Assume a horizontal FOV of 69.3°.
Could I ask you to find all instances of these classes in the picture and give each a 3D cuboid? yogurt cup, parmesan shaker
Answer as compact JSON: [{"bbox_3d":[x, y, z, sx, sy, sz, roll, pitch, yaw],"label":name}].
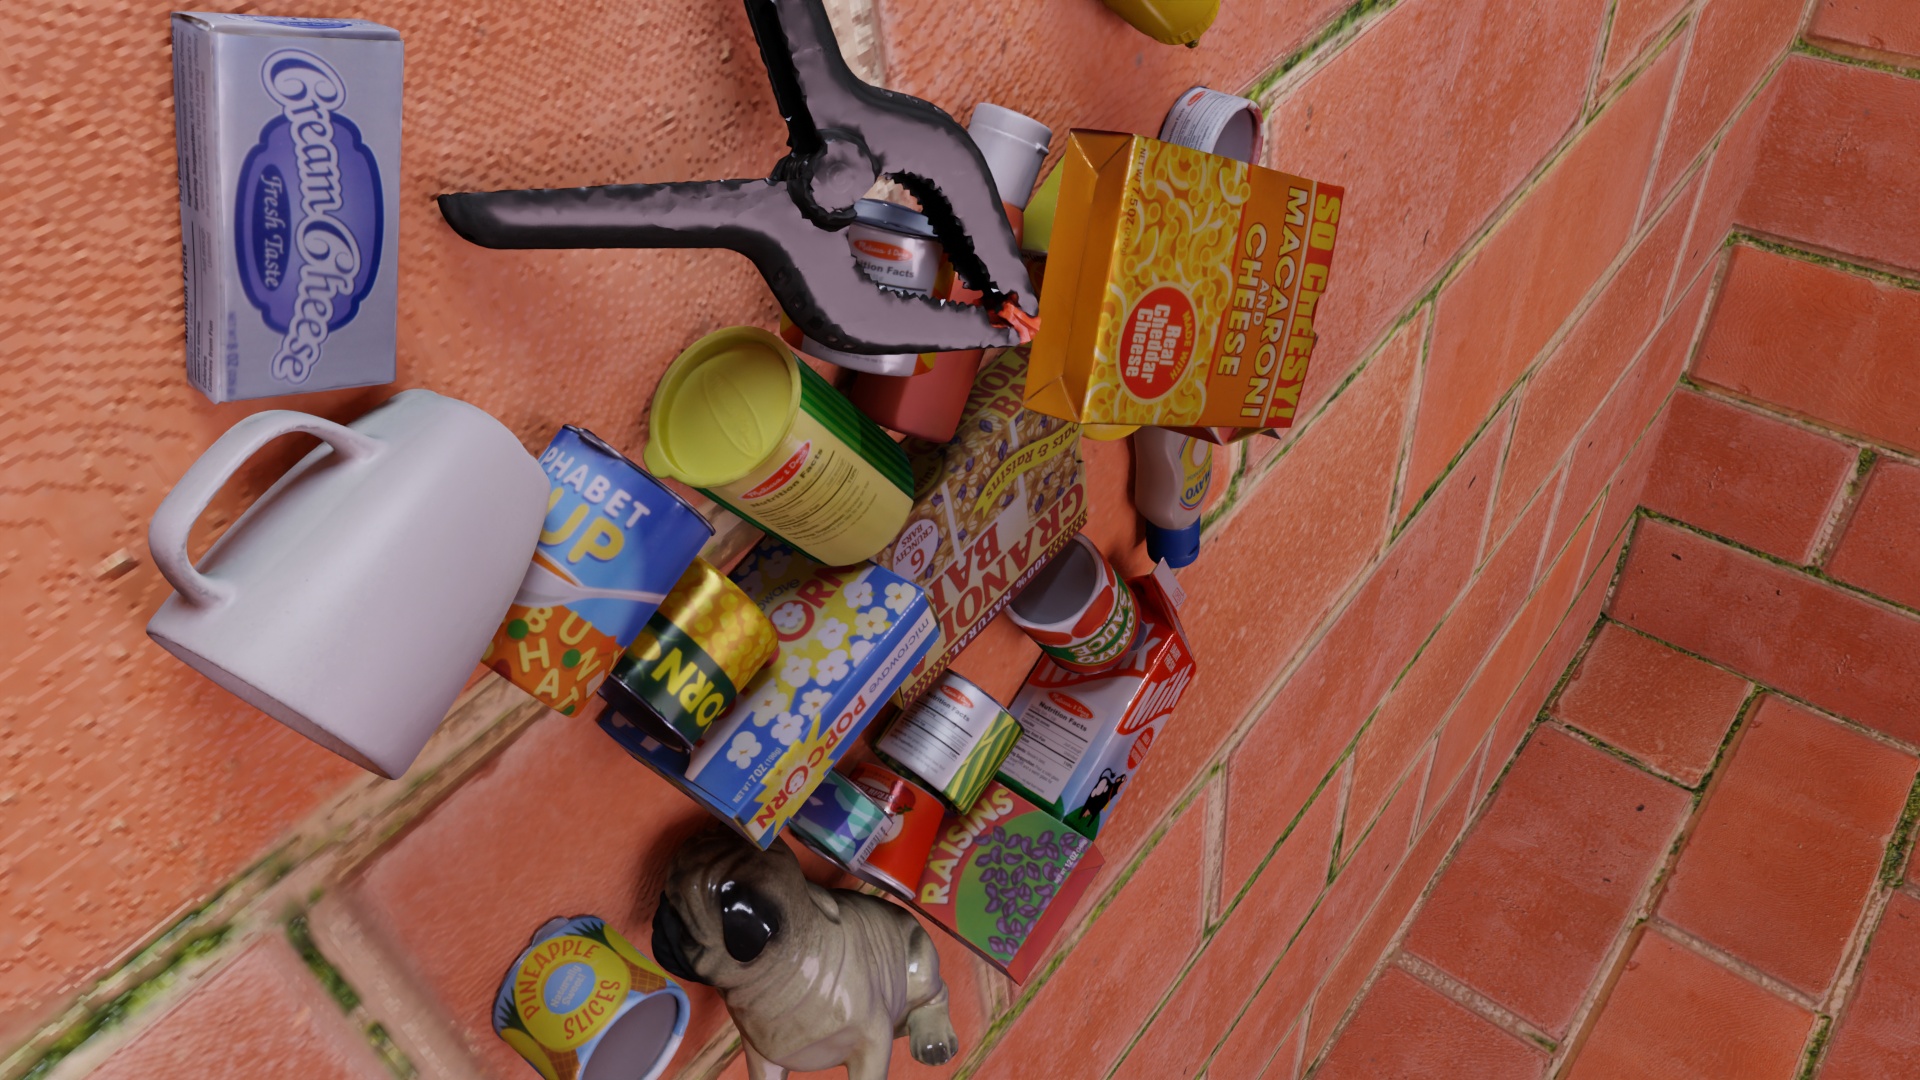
[{"bbox_3d":[-0.044,0.157,0.759,0.054,0.072,0.072,-62,151,-18],"label":"yogurt cup"},{"bbox_3d":[-0.072,-0.034,0.566,0.071,0.071,0.103,-60,150,-5],"label":"parmesan shaker"}]

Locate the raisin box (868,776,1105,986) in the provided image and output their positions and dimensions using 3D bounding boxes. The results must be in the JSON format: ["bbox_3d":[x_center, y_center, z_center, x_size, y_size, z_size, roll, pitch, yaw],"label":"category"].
[{"bbox_3d":[0.007,0.181,0.795,0.086,0.123,0.040,-53,148,-16],"label":"raisin box"}]

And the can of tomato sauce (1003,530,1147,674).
[{"bbox_3d":[0.067,0.037,0.827,0.071,0.071,0.083,-58,149,-8],"label":"can of tomato sauce"}]

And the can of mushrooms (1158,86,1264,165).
[{"bbox_3d":[0.141,-0.217,0.780,0.071,0.033,0.070,-37,140,-38],"label":"can of mushrooms"}]

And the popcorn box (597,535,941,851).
[{"bbox_3d":[-0.080,0.058,0.602,0.127,0.085,0.038,-50,148,-22],"label":"popcorn box"}]

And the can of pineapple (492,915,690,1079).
[{"bbox_3d":[-0.164,0.211,0.619,0.071,0.058,0.070,-36,140,-37],"label":"can of pineapple"}]

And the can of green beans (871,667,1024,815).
[{"bbox_3d":[-0.007,0.111,0.775,0.058,0.071,0.071,-53,148,-15],"label":"can of green beans"}]

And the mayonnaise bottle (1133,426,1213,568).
[{"bbox_3d":[0.140,-0.046,0.904,0.065,0.041,0.147,-44,144,-32],"label":"mayonnaise bottle"}]

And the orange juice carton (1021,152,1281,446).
[{"bbox_3d":[0.109,-0.116,0.731,0.073,0.072,0.192,-56,135,-13],"label":"orange juice carton"}]

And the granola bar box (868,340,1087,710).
[{"bbox_3d":[0.003,-0.009,0.723,0.166,0.039,0.123,-44,145,-29],"label":"granola bar box"}]

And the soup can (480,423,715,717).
[{"bbox_3d":[-0.140,0.010,0.492,0.084,0.071,0.071,-56,149,-12],"label":"soup can"}]

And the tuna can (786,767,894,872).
[{"bbox_3d":[-0.071,0.133,0.698,0.033,0.071,0.070,-52,148,-17],"label":"tuna can"}]

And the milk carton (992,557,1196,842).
[{"bbox_3d":[0.093,0.102,0.915,0.191,0.073,0.072,-57,149,-11],"label":"milk carton"}]

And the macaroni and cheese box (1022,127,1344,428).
[{"bbox_3d":[0.109,-0.115,0.647,0.167,0.040,0.123,-3,108,-44],"label":"macaroni and cheese box"}]

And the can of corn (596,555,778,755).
[{"bbox_3d":[-0.114,0.043,0.554,0.058,0.071,0.071,-51,148,-22],"label":"can of corn"}]

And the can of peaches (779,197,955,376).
[{"bbox_3d":[-0.036,-0.105,0.565,0.071,0.071,0.057,-15,125,-52],"label":"can of peaches"}]

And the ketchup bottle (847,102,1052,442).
[{"bbox_3d":[-0.001,-0.119,0.626,0.065,0.043,0.148,3,110,-65],"label":"ketchup bottle"}]

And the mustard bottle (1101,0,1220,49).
[{"bbox_3d":[0.088,-0.272,0.640,0.065,0.049,0.160,-62,150,1],"label":"mustard bottle"}]

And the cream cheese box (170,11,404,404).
[{"bbox_3d":[-0.185,-0.091,0.385,0.053,0.024,0.103,-20,129,-50],"label":"cream cheese box"}]
